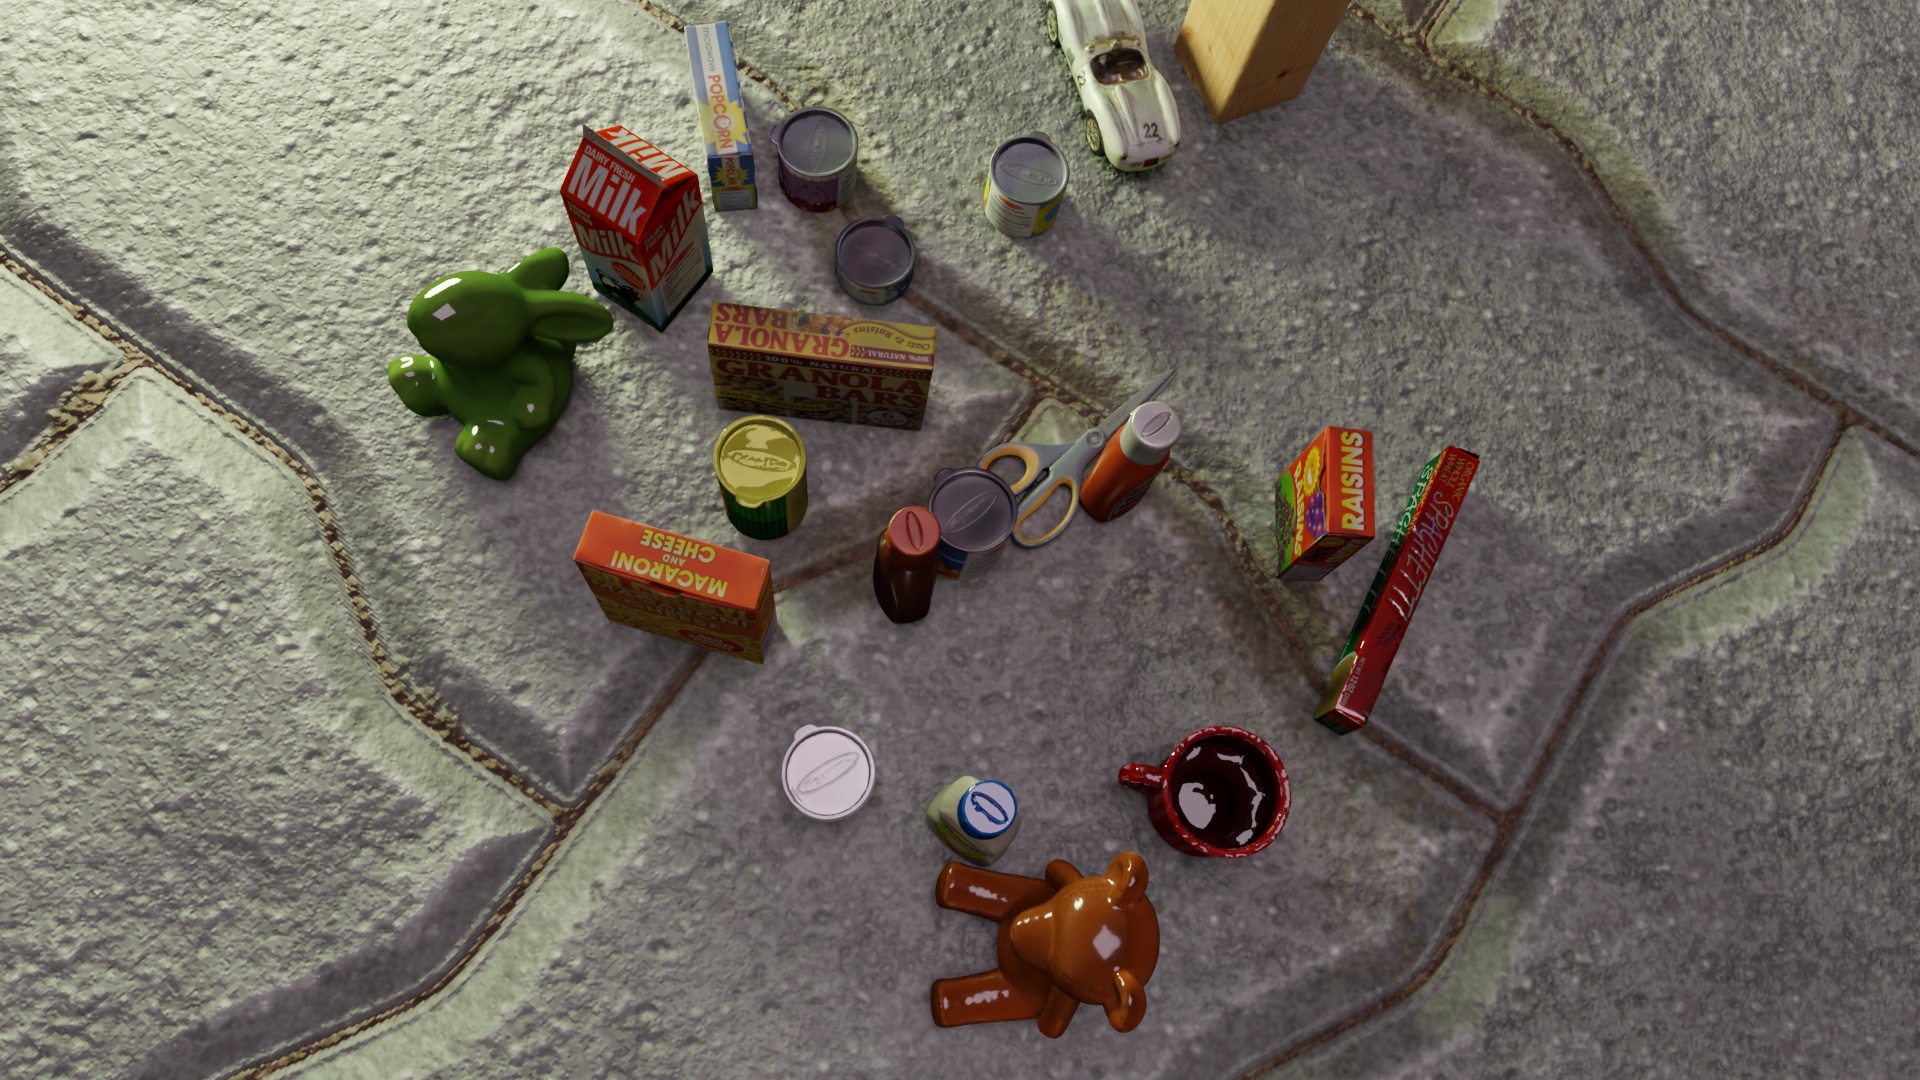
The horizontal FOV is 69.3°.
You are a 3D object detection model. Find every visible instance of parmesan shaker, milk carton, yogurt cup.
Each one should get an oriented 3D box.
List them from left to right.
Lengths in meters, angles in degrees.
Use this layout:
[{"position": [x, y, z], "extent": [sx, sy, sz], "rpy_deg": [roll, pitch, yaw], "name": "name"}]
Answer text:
[{"position": [-0.242, -0.241, 1.046], "extent": [0.072, 0.190, 0.073], "rpy_deg": [34, 73, 5], "name": "milk carton"}, {"position": [-0.149, -0.042, 1.039], "extent": [0.071, 0.102, 0.071], "rpy_deg": [2, 73, -5], "name": "parmesan shaker"}, {"position": [-0.096, 0.171, 1.004], "extent": [0.072, 0.053, 0.072], "rpy_deg": [2, 73, -5], "name": "yogurt cup"}]

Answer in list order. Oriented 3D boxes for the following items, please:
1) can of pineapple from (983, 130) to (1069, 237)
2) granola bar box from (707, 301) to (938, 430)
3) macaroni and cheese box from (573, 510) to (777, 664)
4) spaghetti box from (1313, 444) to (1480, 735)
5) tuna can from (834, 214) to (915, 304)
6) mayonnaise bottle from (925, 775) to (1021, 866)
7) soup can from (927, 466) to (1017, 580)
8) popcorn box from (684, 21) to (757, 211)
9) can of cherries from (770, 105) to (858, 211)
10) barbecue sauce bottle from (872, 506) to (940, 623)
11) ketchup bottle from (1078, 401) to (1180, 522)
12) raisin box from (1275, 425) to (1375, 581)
[{"position": [0.055, -0.297, 1.164], "extent": [0.071, 0.057, 0.071], "rpy_deg": [2, 73, -5], "name": "can of pineapple"}, {"position": [-0.105, -0.130, 1.060], "extent": [0.166, 0.124, 0.039], "rpy_deg": [6, 73, -4], "name": "granola bar box"}, {"position": [-0.194, 0.038, 0.977], "extent": [0.124, 0.166, 0.040], "rpy_deg": [16, 72, -1], "name": "macaroni and cheese box"}, {"position": [0.345, 0.036, 1.094], "extent": [0.029, 0.050, 0.251], "rpy_deg": [28, 72, 3], "name": "spaghetti box"}, {"position": [-0.069, -0.232, 1.144], "extent": [0.071, 0.032, 0.071], "rpy_deg": [2, 73, -5], "name": "tuna can"}, {"position": [0.011, 0.192, 0.959], "extent": [0.065, 0.147, 0.041], "rpy_deg": [39, 73, 6], "name": "mayonnaise bottle"}, {"position": [0.004, -0.013, 1.056], "extent": [0.071, 0.083, 0.071], "rpy_deg": [2, 73, -5], "name": "soup can"}, {"position": [-0.196, -0.347, 1.139], "extent": [0.038, 0.085, 0.127], "rpy_deg": [-9, 74, -8], "name": "popcorn box"}, {"position": [-0.121, -0.316, 1.151], "extent": [0.071, 0.058, 0.071], "rpy_deg": [2, 73, -5], "name": "can of cherries"}, {"position": [-0.039, 0.014, 1.009], "extent": [0.044, 0.148, 0.065], "rpy_deg": [-12, 75, -9], "name": "barbecue sauce bottle"}, {"position": [0.130, -0.062, 1.051], "extent": [0.065, 0.148, 0.043], "rpy_deg": [-39, 81, -15], "name": "ketchup bottle"}, {"position": [0.278, -0.026, 1.068], "extent": [0.040, 0.123, 0.086], "rpy_deg": [6, 73, -4], "name": "raisin box"}]
